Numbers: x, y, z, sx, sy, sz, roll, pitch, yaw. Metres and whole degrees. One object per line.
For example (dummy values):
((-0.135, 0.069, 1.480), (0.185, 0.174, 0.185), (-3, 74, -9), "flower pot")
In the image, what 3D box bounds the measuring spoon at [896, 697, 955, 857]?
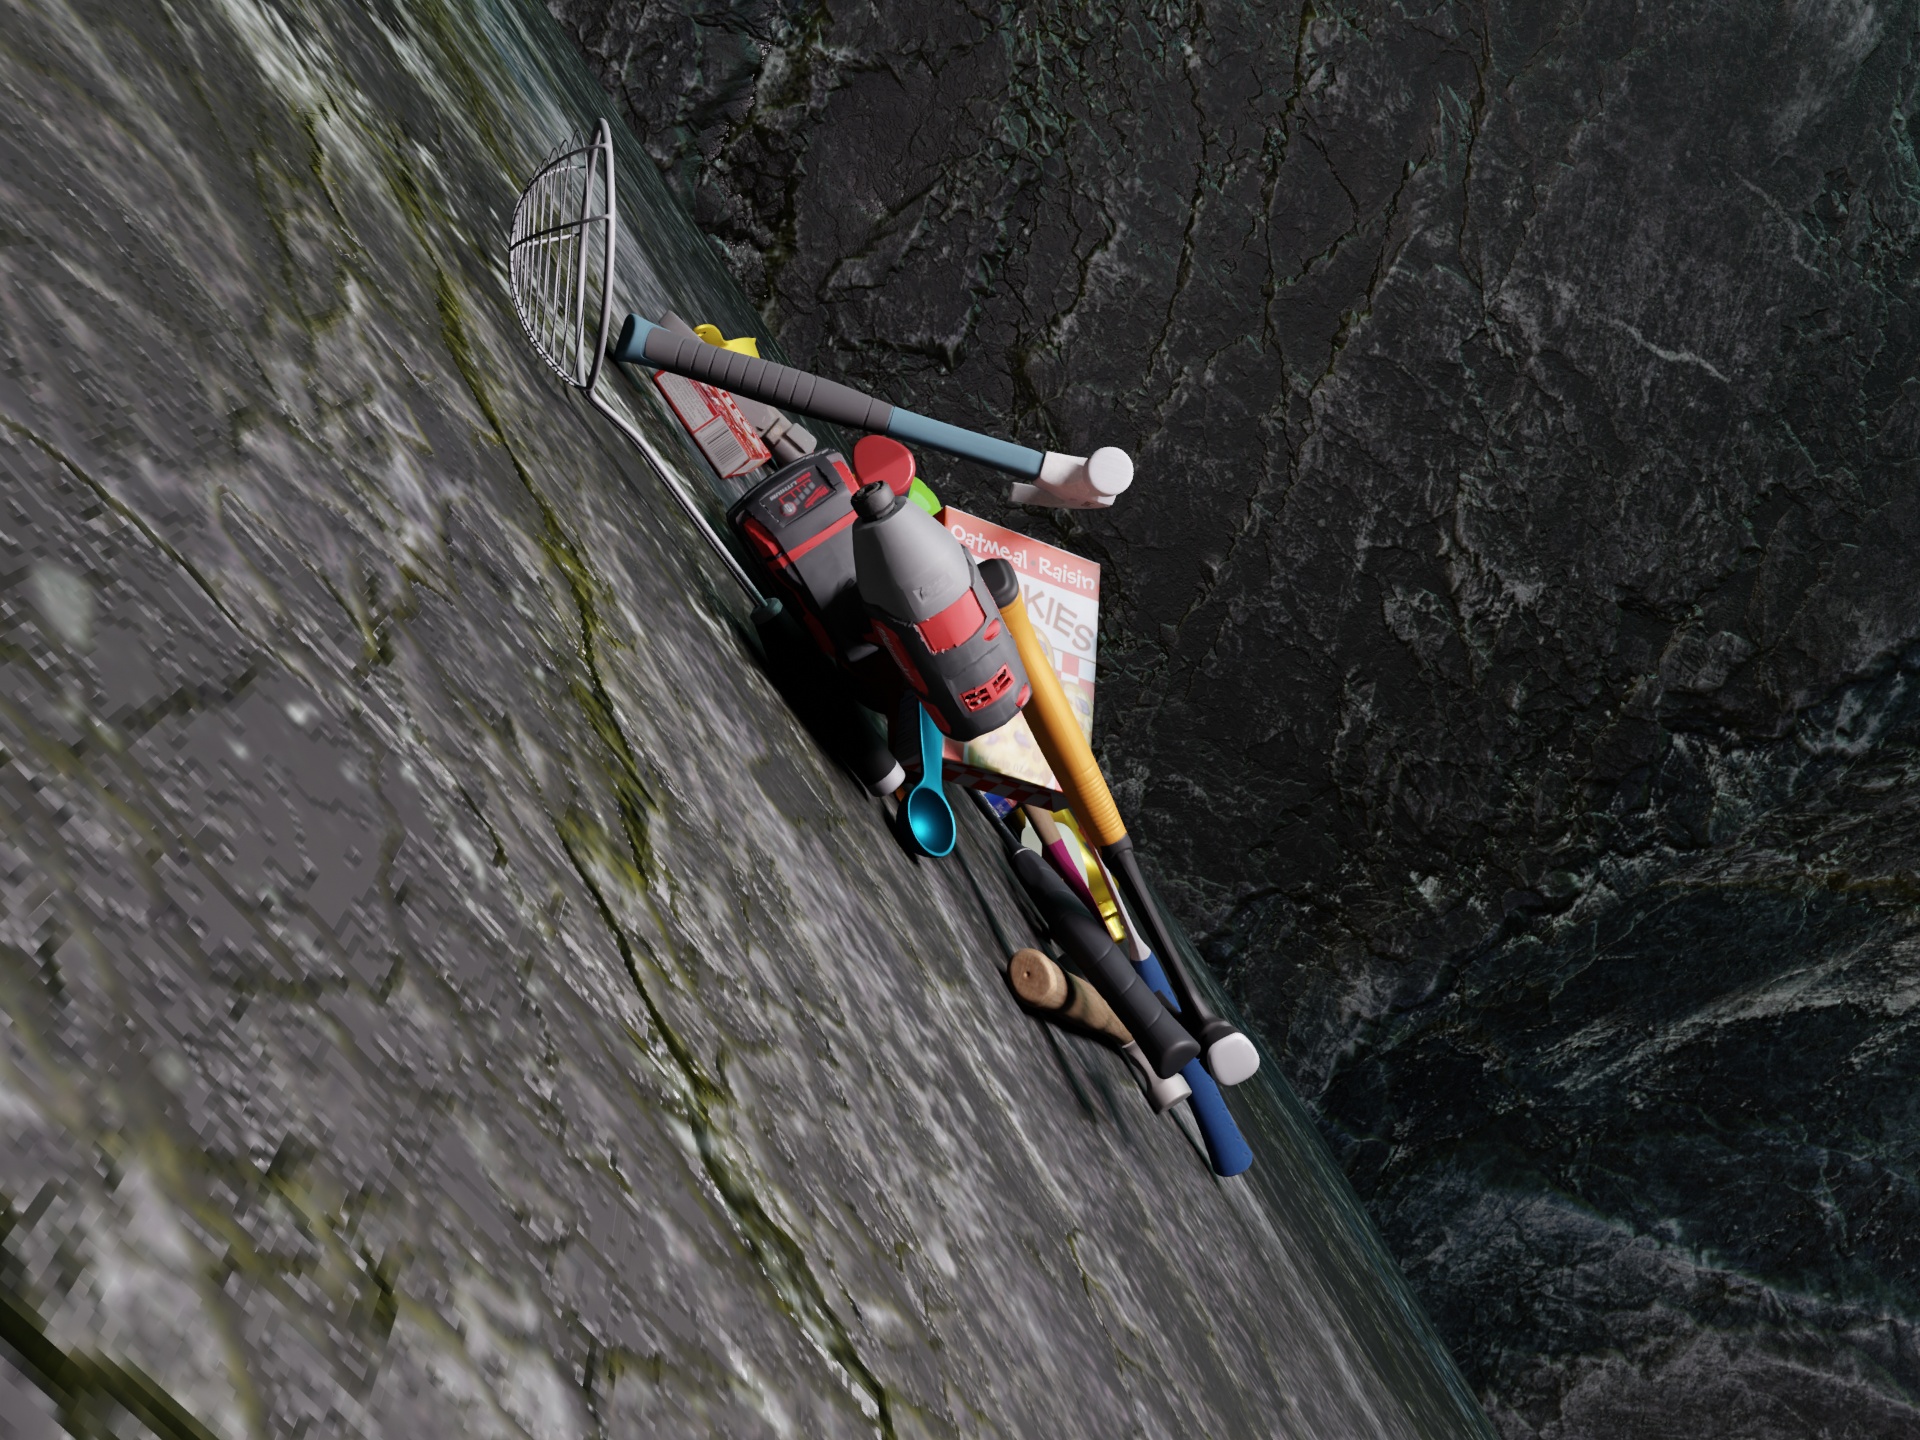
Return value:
((-0.024, 0.021, 0.915), (0.042, 0.021, 0.129), (31, 47, -43), "measuring spoon")

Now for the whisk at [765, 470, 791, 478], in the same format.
((-0.110, -0.136, 1.218), (0.247, 0.057, 0.059), (-125, -140, -51), "whisk")

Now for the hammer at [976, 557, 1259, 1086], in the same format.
((0.082, 0.056, 0.944), (0.336, 0.034, 0.127), (63, -5, -16), "hammer")

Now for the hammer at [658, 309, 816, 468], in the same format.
((-0.171, -0.254, 1.357), (0.149, 0.036, 0.359), (41, 2, -1), "hammer")

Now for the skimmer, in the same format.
((-0.111, -0.121, 0.815), (0.363, 0.090, 0.127), (55, -9, -21), "skimmer")

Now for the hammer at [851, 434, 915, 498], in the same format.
((-0.048, -0.120, 1.150), (0.143, 0.038, 0.386), (59, -6, 2), "hammer")

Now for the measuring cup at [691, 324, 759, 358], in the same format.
((-0.200, -0.301, 1.319), (0.156, 0.062, 0.029), (-79, 146, -86), "measuring cup")

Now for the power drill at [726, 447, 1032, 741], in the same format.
((-0.048, -0.080, 0.883), (0.143, 0.078, 0.220), (61, -13, -27), "power drill")

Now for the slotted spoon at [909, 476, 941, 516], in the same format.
((-0.012, -0.106, 1.289), (0.070, 0.031, 0.313), (48, -10, 28), "slotted spoon")

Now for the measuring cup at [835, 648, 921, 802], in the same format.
((-0.036, -0.010, 1.026), (0.052, 0.095, 0.174), (82, 2, -59), "measuring cup")

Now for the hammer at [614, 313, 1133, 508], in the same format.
((-0.059, -0.195, 1.013), (0.331, 0.033, 0.128), (17, -1, -5), "hammer")

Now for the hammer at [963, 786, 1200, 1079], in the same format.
((0.036, 0.081, 1.029), (0.149, 0.036, 0.409), (49, 2, -42), "hammer")

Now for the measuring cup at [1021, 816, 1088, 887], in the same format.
((0.075, 0.081, 1.329), (0.083, 0.038, 0.168), (51, 28, -57), "measuring cup")

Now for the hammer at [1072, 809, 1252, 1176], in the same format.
((0.135, 0.169, 1.231), (0.144, 0.035, 0.405), (-123, -171, -79), "hammer")

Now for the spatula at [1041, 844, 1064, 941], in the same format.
((0.117, 0.194, 1.302), (0.322, 0.041, 0.081), (53, 17, -49), "spatula")

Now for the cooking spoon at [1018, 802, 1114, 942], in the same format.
((0.054, 0.066, 1.151), (0.319, 0.017, 0.069), (62, 1, 2), "cooking spoon")

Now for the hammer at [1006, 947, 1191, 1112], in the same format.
((0.085, 0.191, 1.066), (0.130, 0.031, 0.331), (59, 6, 23), "hammer")
